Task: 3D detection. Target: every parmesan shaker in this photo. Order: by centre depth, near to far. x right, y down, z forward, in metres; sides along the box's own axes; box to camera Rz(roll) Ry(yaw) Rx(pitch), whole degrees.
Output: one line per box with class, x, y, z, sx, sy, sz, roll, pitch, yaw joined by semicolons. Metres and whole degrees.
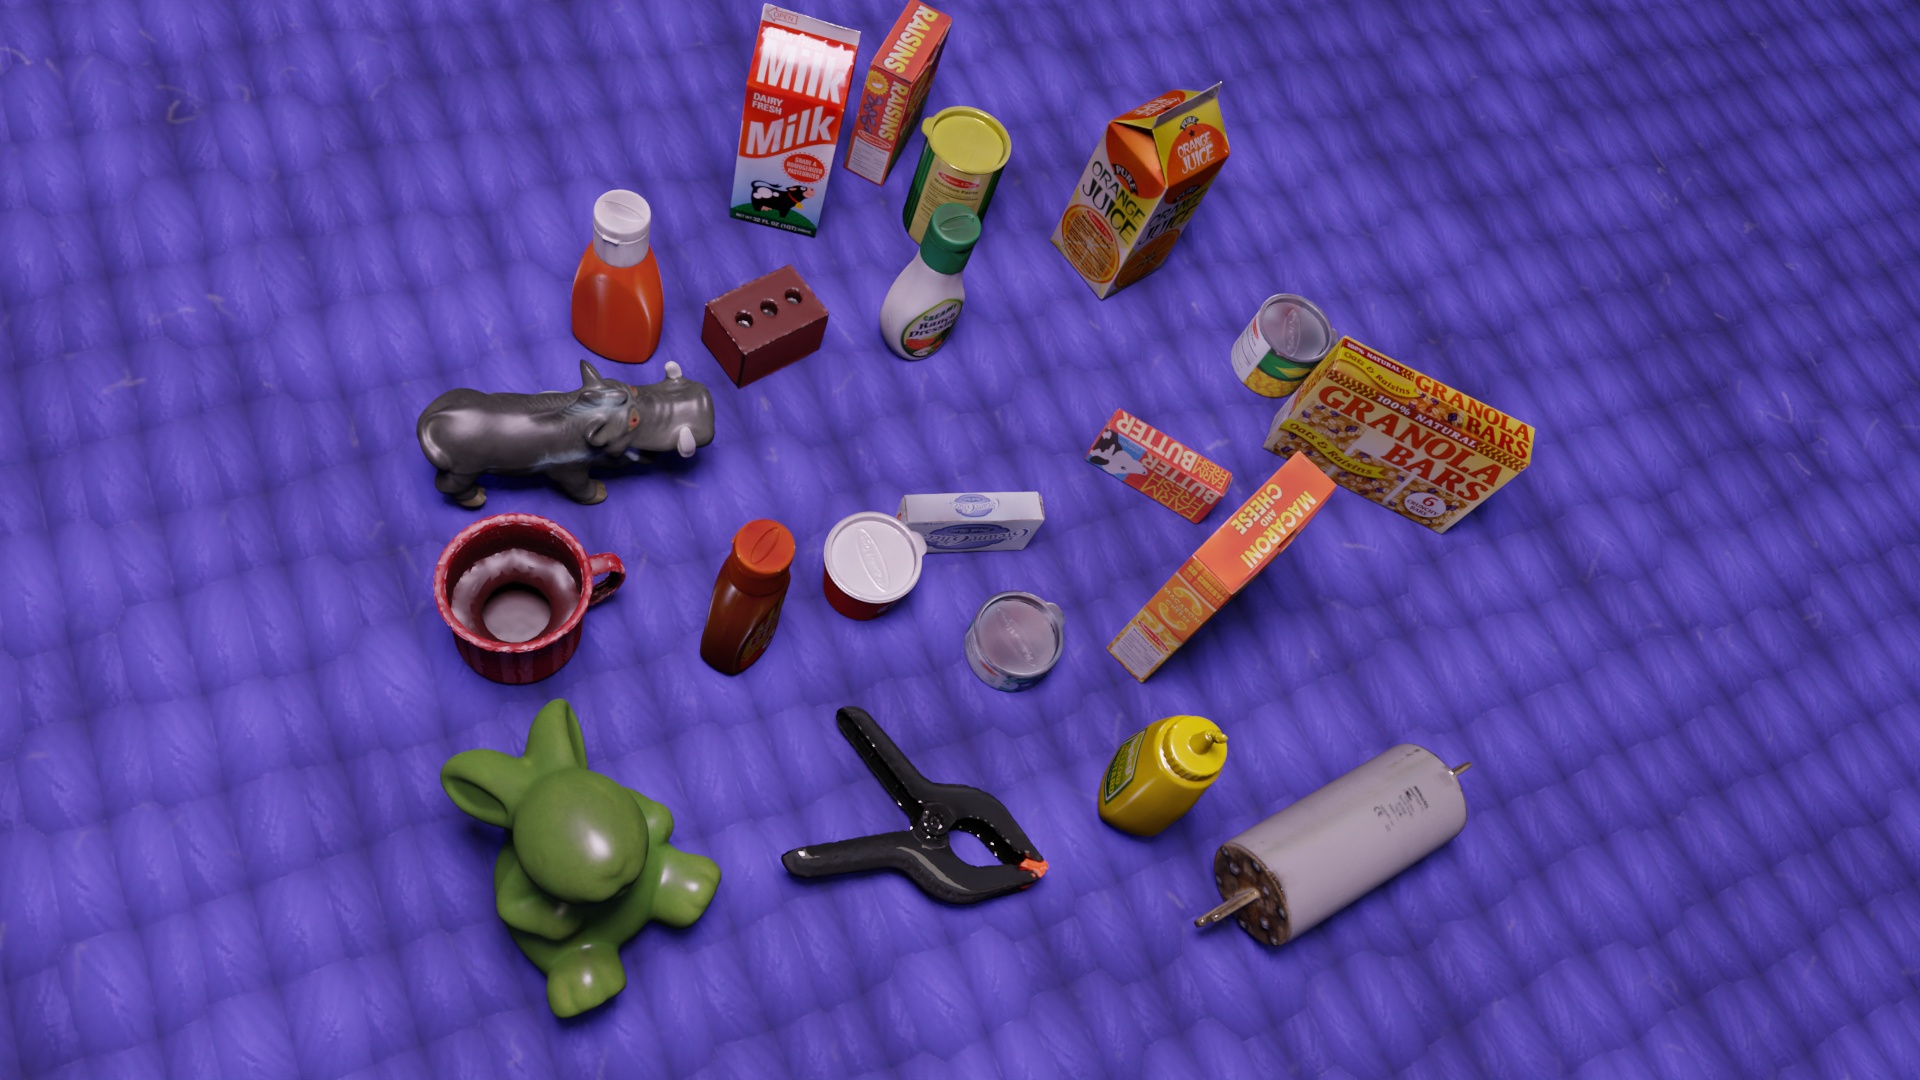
parmesan shaker;-0.008;-0.287;1.108;0.071;0.102;0.071;6;63;-13

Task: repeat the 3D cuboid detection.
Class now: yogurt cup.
yogurt cup;-0.065;0.021;0.967;0.072;0.053;0.072;6;63;-13

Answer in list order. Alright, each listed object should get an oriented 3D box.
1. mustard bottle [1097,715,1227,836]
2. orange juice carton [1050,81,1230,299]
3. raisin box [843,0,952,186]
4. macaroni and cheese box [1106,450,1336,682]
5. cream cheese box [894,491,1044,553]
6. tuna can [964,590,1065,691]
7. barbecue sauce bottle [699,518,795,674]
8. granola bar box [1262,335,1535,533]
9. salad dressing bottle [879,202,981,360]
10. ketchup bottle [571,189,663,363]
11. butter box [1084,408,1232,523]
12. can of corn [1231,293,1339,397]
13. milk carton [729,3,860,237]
mustard bottle;0.135;0.145;0.901;0.049;0.159;0.065;22;61;-4
orange juice carton;0.145;-0.283;1.098;0.072;0.191;0.073;-32;77;-26
raisin box;-0.051;-0.360;1.120;0.040;0.122;0.086;26;61;-2
macaroni and cheese box;0.180;0.022;0.971;0.040;0.165;0.124;45;62;8
cream cheese box;0.004;-0.013;1.003;0.104;0.053;0.024;-2;65;-17
tuna can;0.039;0.071;0.984;0.071;0.032;0.071;6;63;-13
barbecue sauce bottle;-0.134;0.034;0.887;0.044;0.148;0.065;32;61;1
granola bar box;0.341;-0.081;1.091;0.165;0.123;0.039;26;61;-2
salad dressing bottle;-0.021;-0.191;1.031;0.064;0.147;0.044;-23;73;-24
ketchup bottle;-0.237;-0.182;0.965;0.065;0.148;0.044;21;61;-5
butter box;0.152;-0.056;1.067;0.103;0.053;0.024;30;61;0
can of corn;0.267;-0.159;1.147;0.071;0.058;0.071;6;63;-13
milk carton;-0.124;-0.321;1.042;0.072;0.189;0.074;13;62;-9
